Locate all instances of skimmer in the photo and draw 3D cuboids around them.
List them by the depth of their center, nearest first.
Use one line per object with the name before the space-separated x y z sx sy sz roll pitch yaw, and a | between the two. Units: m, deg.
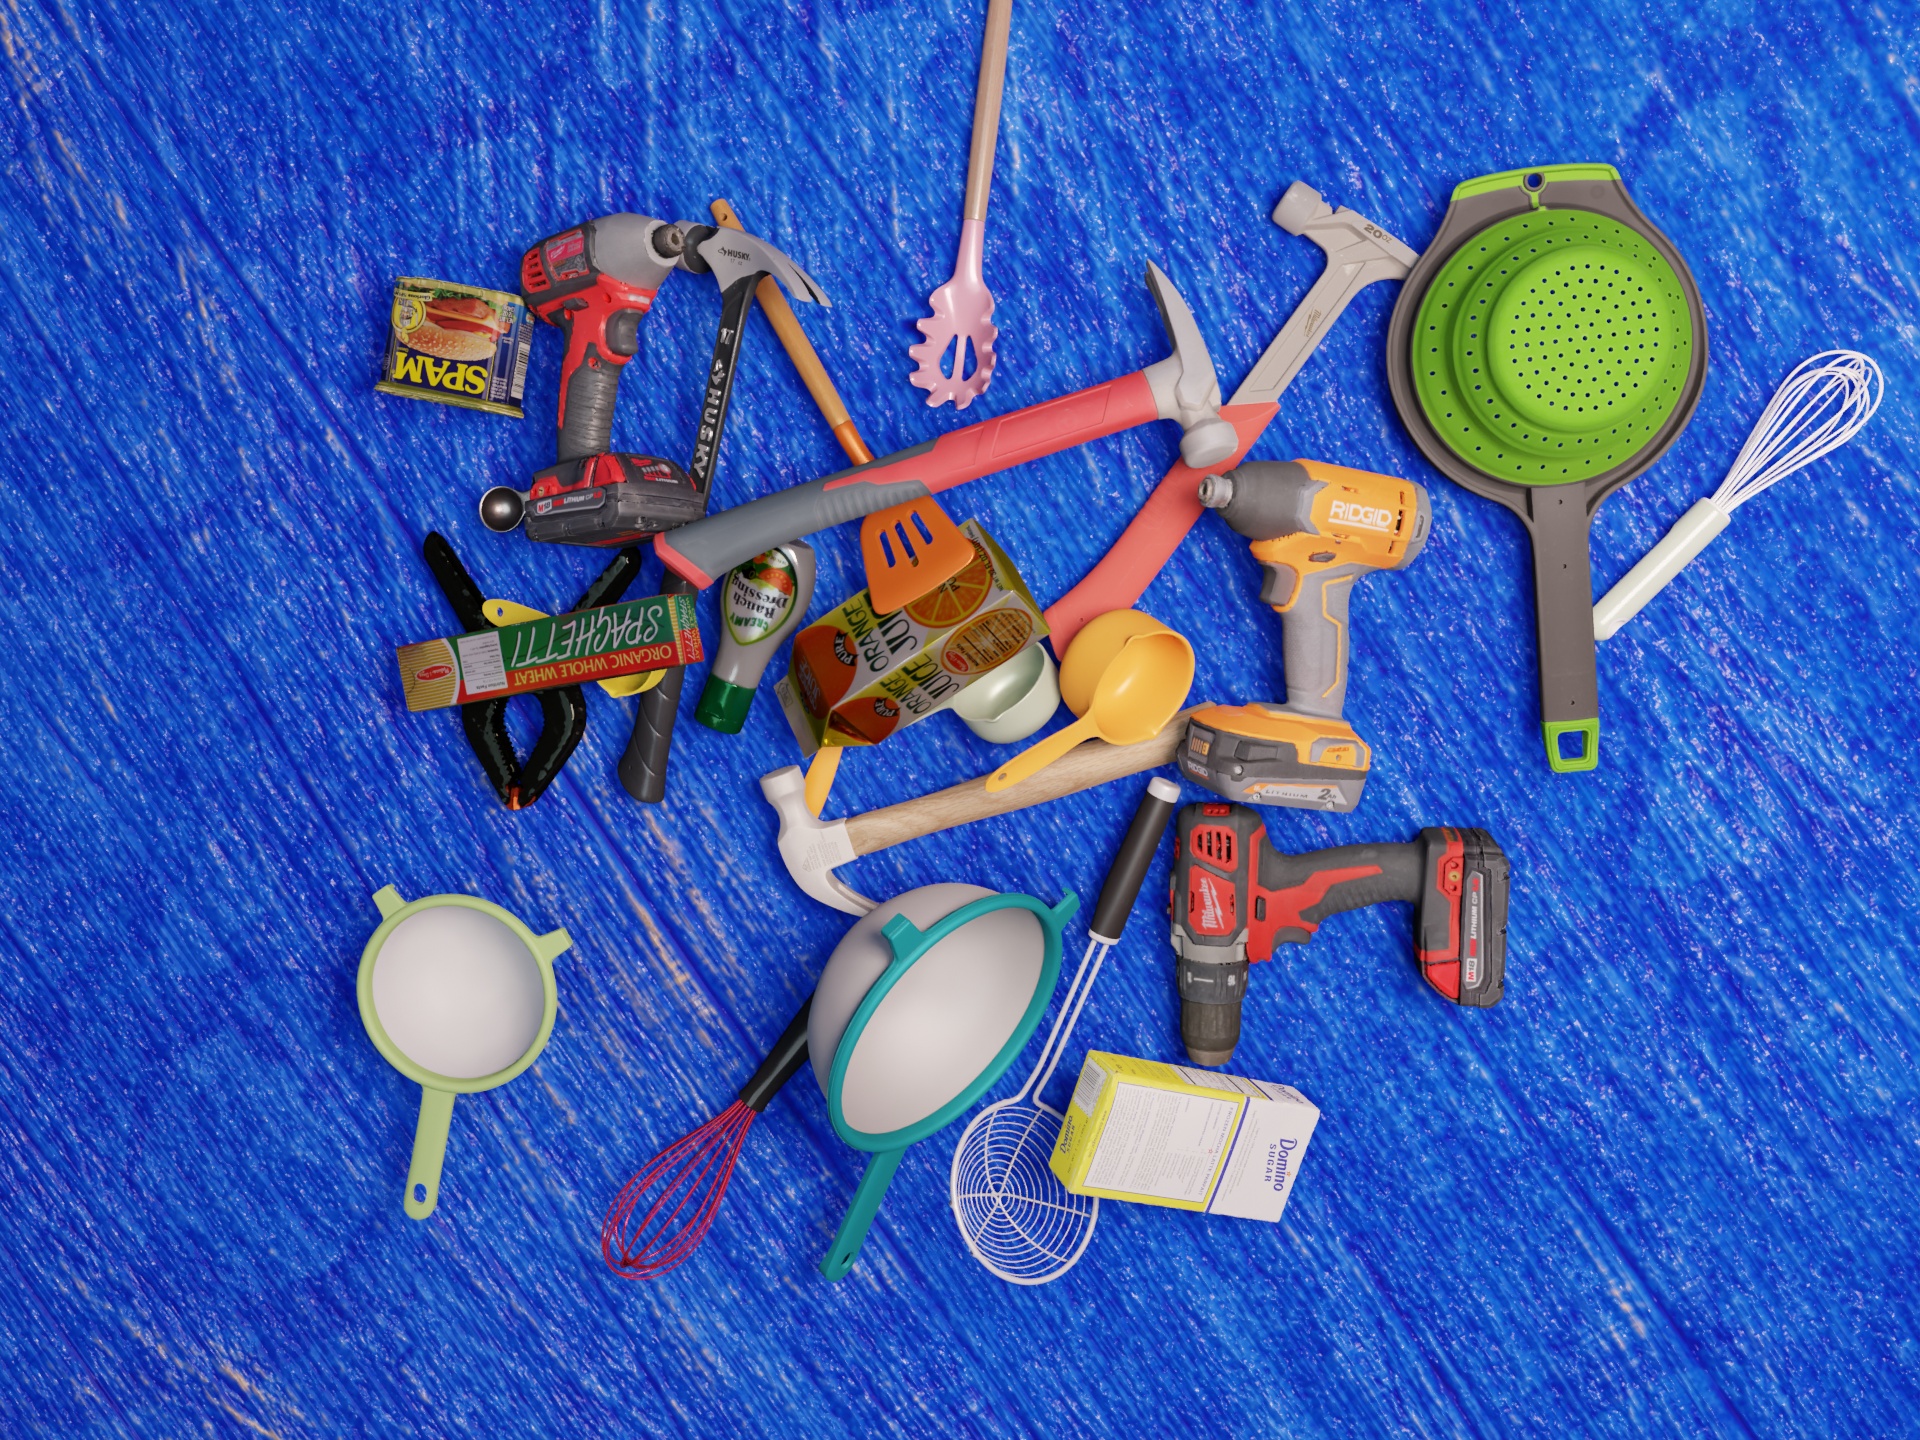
skimmer | 0.092 0.219 1.123 0.127 0.090 0.363 15 104 -28

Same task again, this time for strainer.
strainer | -0.057 0.245 1.137 0.095 0.211 0.340 37 115 34
strainer | -0.380 0.248 1.205 0.151 0.069 0.256 13 99 3

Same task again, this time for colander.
colander | 0.389 -0.156 1.014 0.204 0.094 0.397 -6 97 6

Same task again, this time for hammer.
hammer | -0.021 -0.184 1.059 0.386 0.038 0.143 -18 78 0
hammer | 0.184 -0.180 1.097 0.149 0.037 0.359 36 100 1
hammer | -0.186 -0.136 1.122 0.149 0.036 0.409 25 108 38
hammer | 0.029 0.054 1.145 0.331 0.031 0.130 -17 99 7

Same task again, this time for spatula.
spatula | -0.095 -0.227 1.104 0.081 0.041 0.323 -30 84 11

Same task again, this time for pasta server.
pasta server | 0.012 -0.372 1.092 0.060 0.040 0.316 8 97 7

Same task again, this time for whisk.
whisk | 0.508 -0.147 1.060 0.246 0.057 0.059 -48 56 13
whisk | -0.169 0.302 1.195 0.073 0.073 0.296 38 93 1

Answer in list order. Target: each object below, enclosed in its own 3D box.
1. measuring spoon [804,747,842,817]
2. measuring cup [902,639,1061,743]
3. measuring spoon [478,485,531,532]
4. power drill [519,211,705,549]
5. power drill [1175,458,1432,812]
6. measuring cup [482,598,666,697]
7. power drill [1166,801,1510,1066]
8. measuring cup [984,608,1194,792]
measuring spoon | -0.102 0.037 1.172 0.021 0.011 0.117 23 100 4
measuring cup | -0.002 -0.004 1.138 0.167 0.083 0.038 -21 129 27
measuring spoon | -0.293 -0.168 1.170 0.124 0.018 0.034 -18 87 2
power drill | -0.238 -0.234 1.089 0.143 0.078 0.220 -4 88 39
power drill | 0.215 -0.061 1.061 0.164 0.084 0.226 7 99 -23
measuring cup | -0.274 -0.061 1.137 0.156 0.029 0.062 19 105 23
power drill | 0.258 0.154 1.112 0.227 0.080 0.188 2 98 10
measuring cup | 0.076 -0.011 1.077 0.173 0.052 0.095 -32 134 -14
